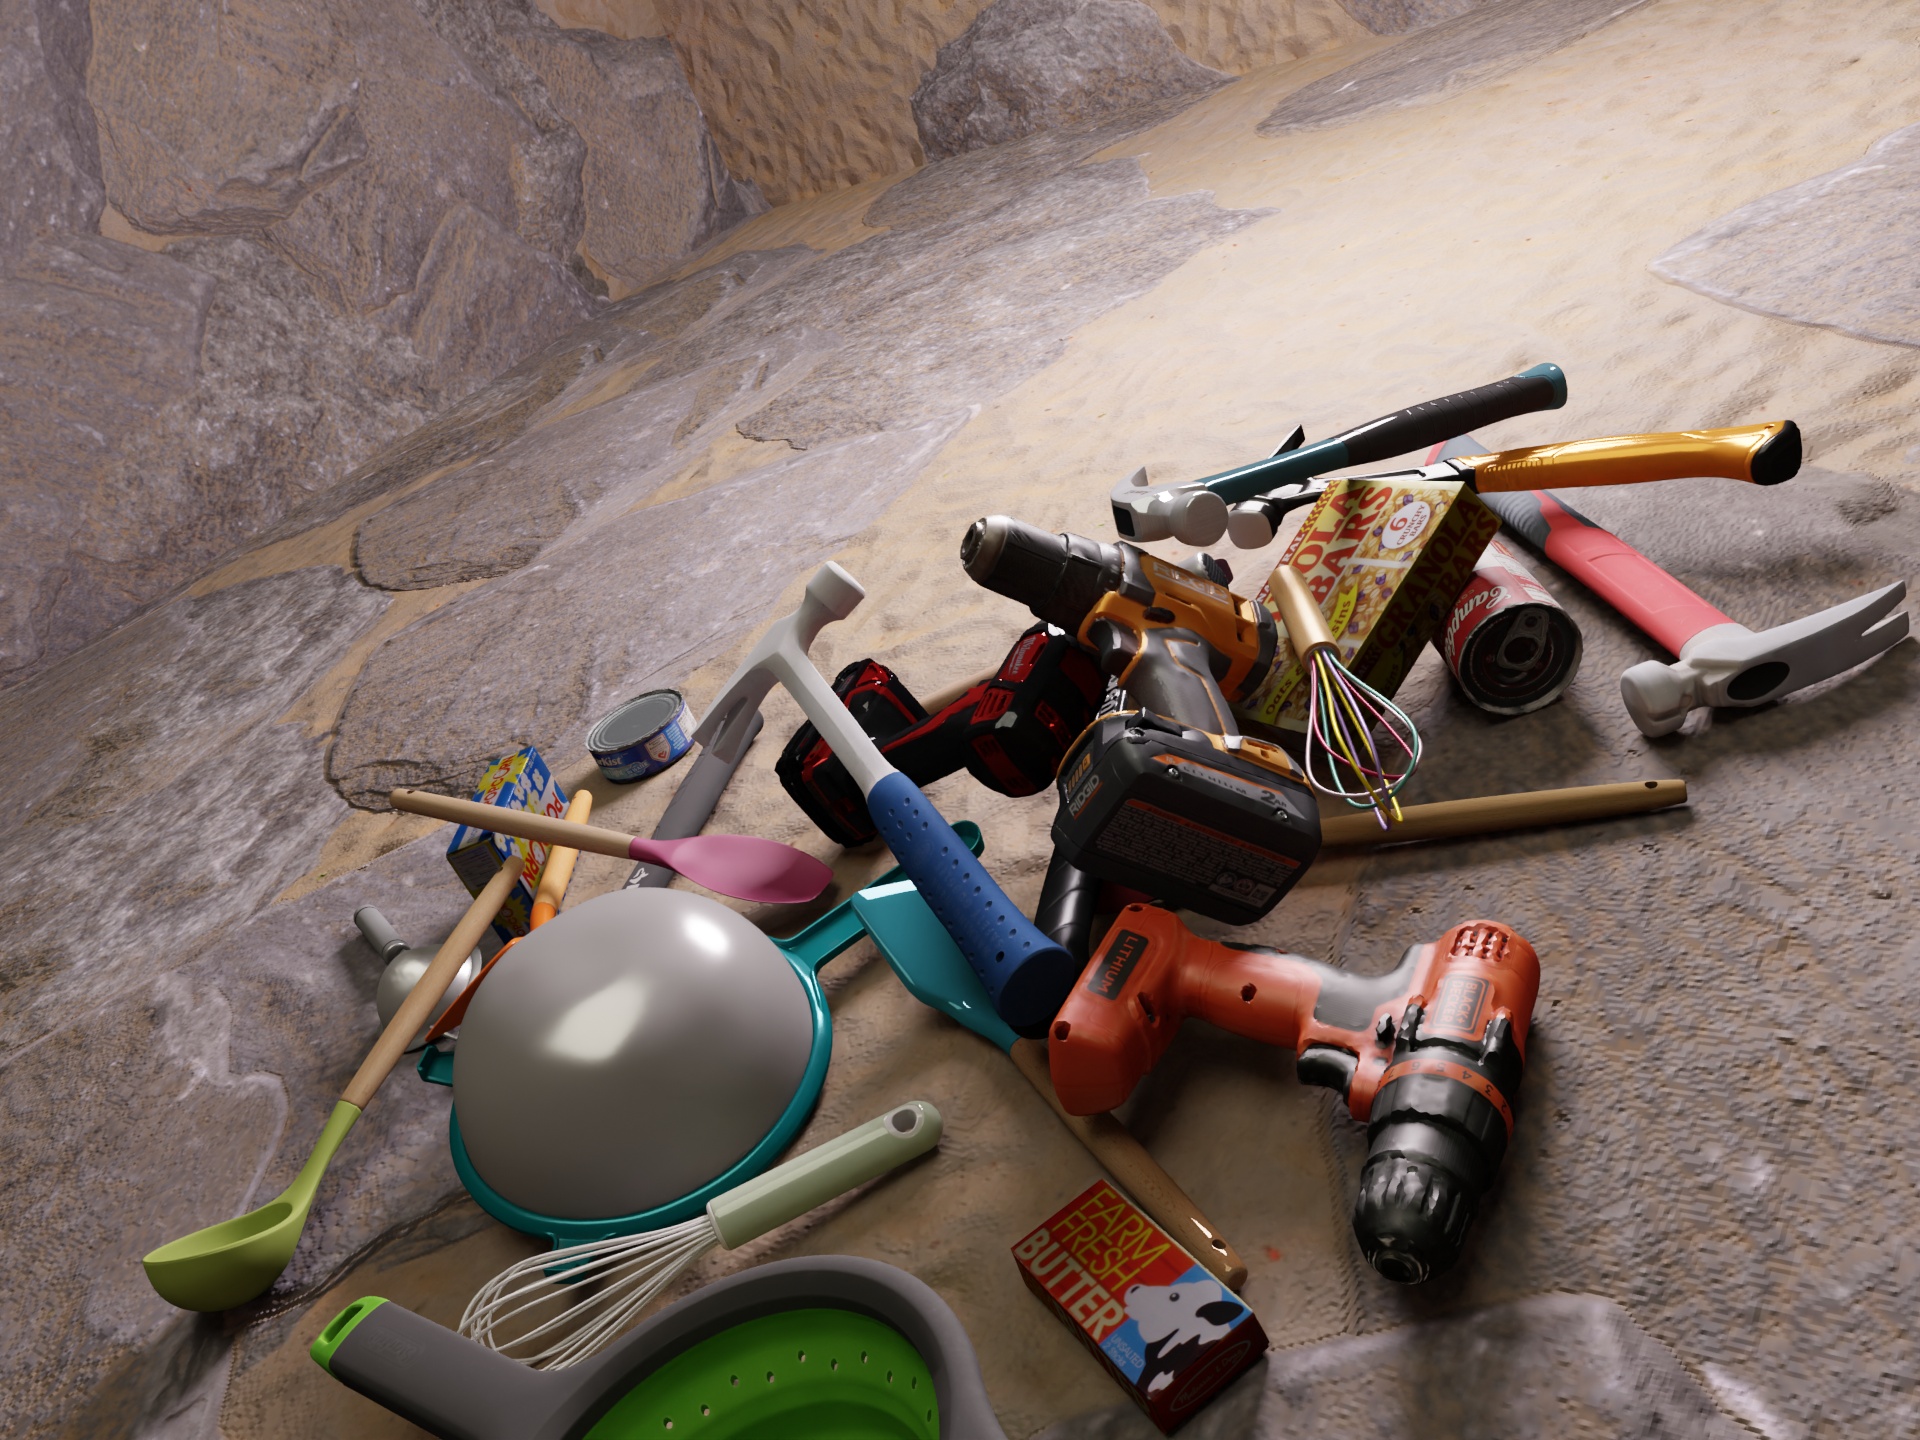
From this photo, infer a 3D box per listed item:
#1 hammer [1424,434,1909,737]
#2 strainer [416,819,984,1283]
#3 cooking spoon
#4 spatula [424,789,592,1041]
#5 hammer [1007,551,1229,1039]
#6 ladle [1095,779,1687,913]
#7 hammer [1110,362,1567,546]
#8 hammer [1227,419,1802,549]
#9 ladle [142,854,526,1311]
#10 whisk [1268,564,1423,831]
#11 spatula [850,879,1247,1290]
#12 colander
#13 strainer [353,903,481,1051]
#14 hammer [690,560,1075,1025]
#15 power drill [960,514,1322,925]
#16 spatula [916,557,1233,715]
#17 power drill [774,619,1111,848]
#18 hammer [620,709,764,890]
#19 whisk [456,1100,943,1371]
[{"bbox_3d":[0.389,-0.111,0.960,0.143,0.038,0.387,-21,27,3],"label":"hammer"},{"bbox_3d":[-0.130,0.125,0.856,0.340,0.095,0.211,-33,41,-21],"label":"strainer"},{"bbox_3d":[-0.232,0.078,1.022,0.319,0.017,0.069,10,27,18],"label":"cooking spoon"},{"bbox_3d":[-0.272,0.107,1.027,0.081,0.041,0.323,-47,17,12],"label":"spatula"},{"bbox_3d":[0.073,0.033,0.908,0.149,0.036,0.409,-30,20,27],"label":"hammer"},{"bbox_3d":[0.205,0.058,0.823,0.315,0.031,0.069,-10,32,23],"label":"ladle"},{"bbox_3d":[0.236,-0.163,0.954,0.331,0.033,0.128,-20,17,-22],"label":"hammer"},{"bbox_3d":[0.342,-0.159,1.003,0.337,0.034,0.127,0,35,35],"label":"hammer"},{"bbox_3d":[-0.353,0.198,0.936,0.078,0.062,0.320,-15,37,41],"label":"ladle"},{"bbox_3d":[0.190,-0.024,0.819,0.047,0.051,0.245,19,28,-12],"label":"whisk"},{"bbox_3d":[0.041,0.159,0.753,0.082,0.044,0.318,-6,21,-25],"label":"spatula"},{"bbox_3d":[-0.126,0.296,0.597,0.397,0.094,0.204,-3,34,44],"label":"colander"},{"bbox_3d":[-0.392,0.165,1.103,0.087,0.050,0.259,-50,30,-15],"label":"strainer"},{"bbox_3d":[-0.048,0.039,0.870,0.144,0.035,0.406,-48,34,4],"label":"hammer"},{"bbox_3d":[0.087,-0.017,0.825,0.084,0.185,0.226,-57,20,34],"label":"power drill"},{"bbox_3d":[0.044,-0.037,1.112,0.316,0.059,0.018,-24,65,9],"label":"spatula"},{"bbox_3d":[-0.002,-0.003,0.975,0.220,0.078,0.143,-18,30,45],"label":"power drill"},{"bbox_3d":[-0.197,0.089,1.083,0.146,0.035,0.335,-13,29,22],"label":"hammer"},{"bbox_3d":[-0.120,0.240,0.741,0.246,0.059,0.058,-24,46,-11],"label":"whisk"}]
